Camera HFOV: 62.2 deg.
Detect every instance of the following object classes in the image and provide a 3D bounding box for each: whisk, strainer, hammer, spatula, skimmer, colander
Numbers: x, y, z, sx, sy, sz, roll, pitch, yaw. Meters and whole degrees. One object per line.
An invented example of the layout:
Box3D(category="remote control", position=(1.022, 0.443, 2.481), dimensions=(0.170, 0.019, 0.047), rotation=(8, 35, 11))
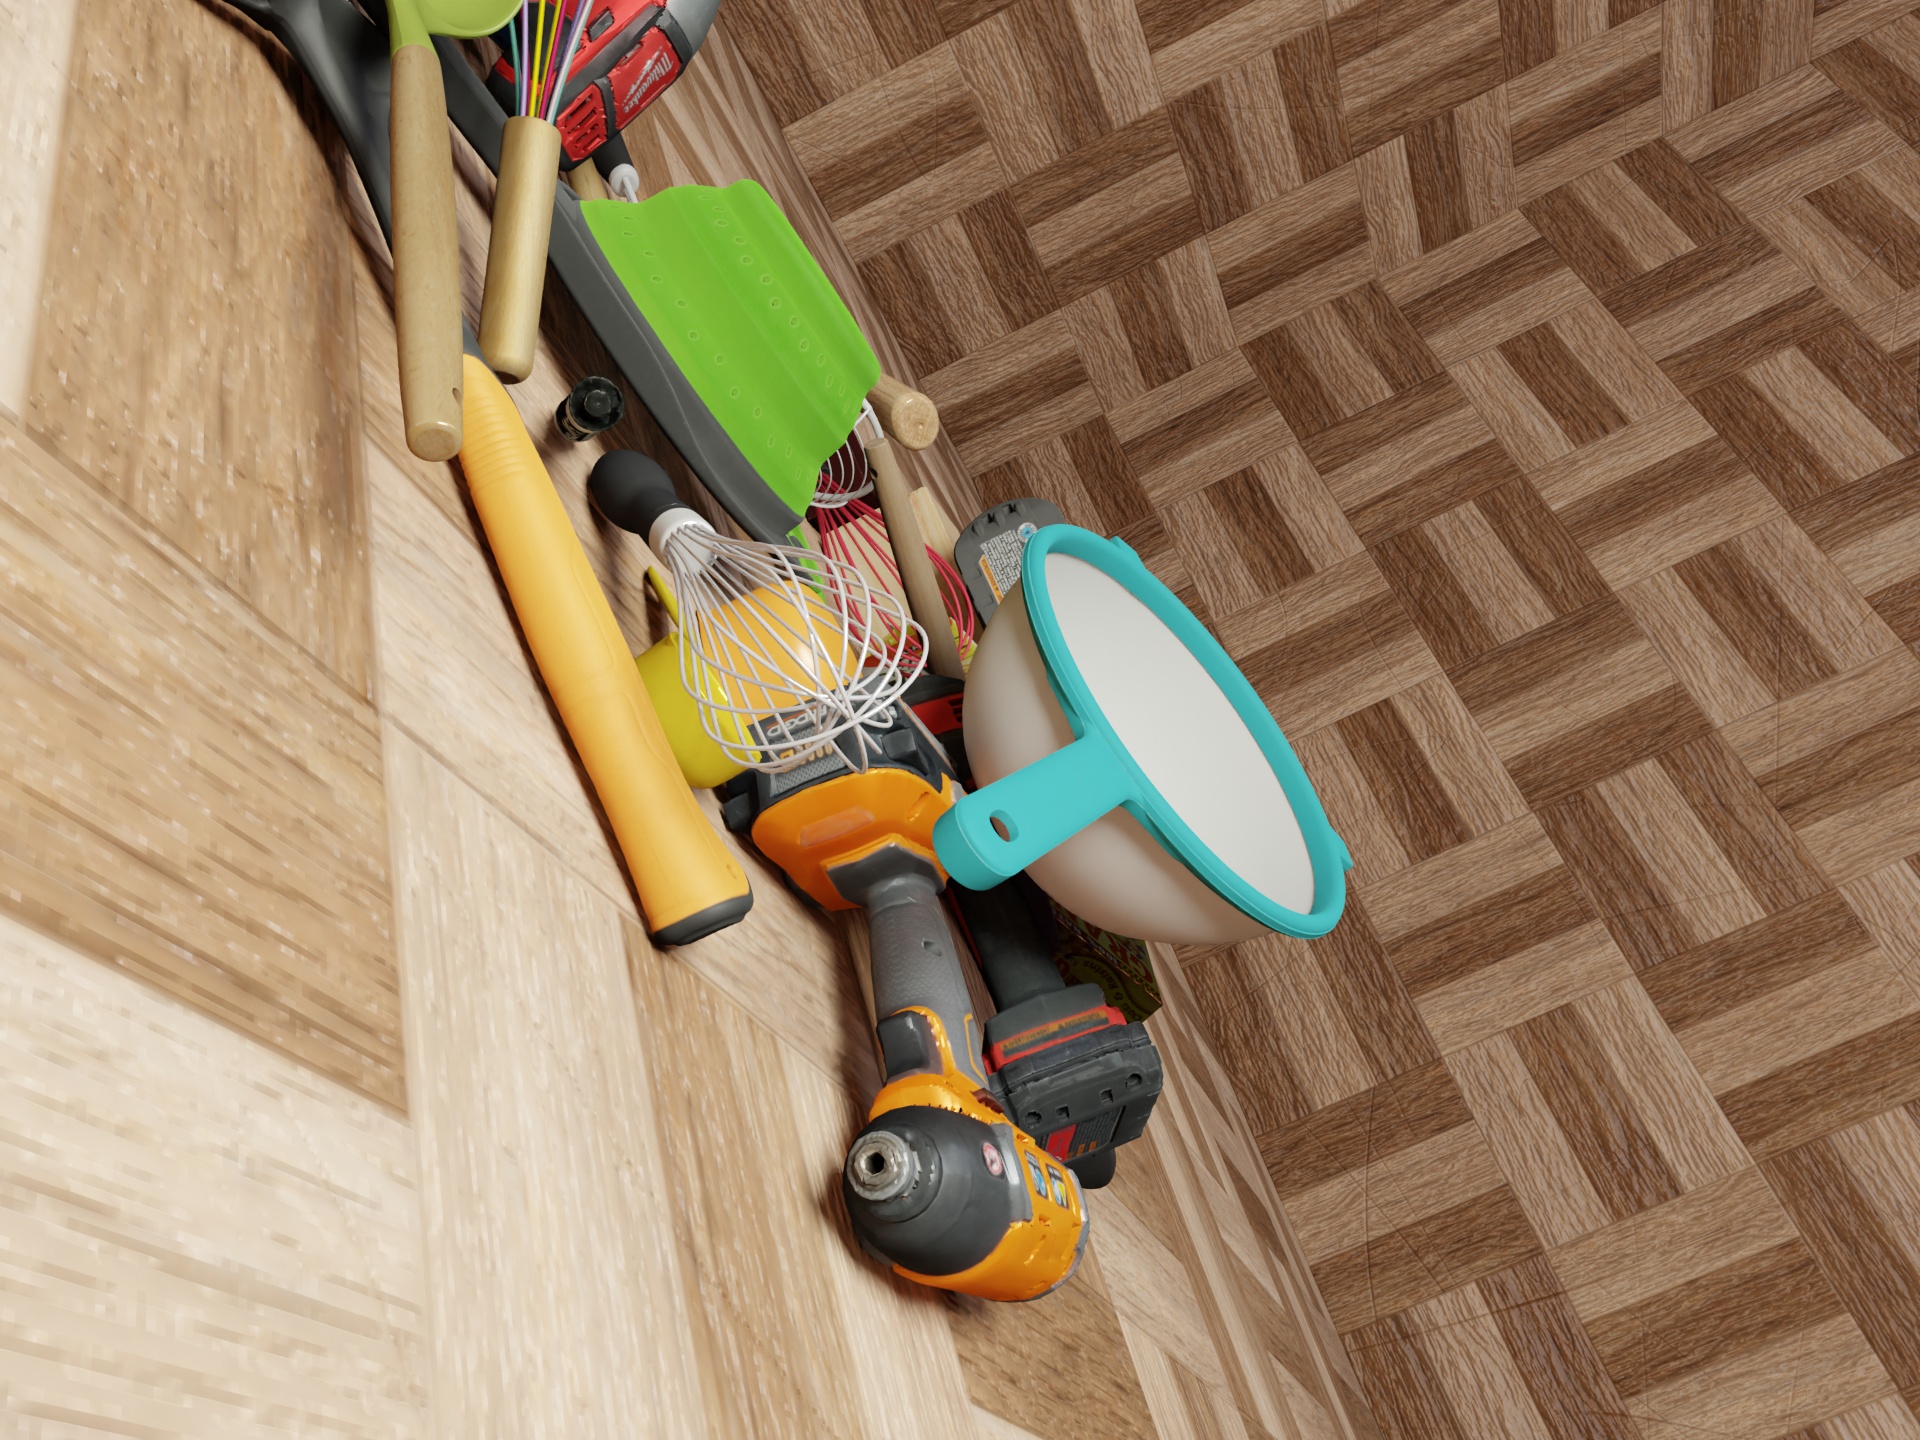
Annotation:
Box3D(category="whisk", position=(-0.162, -0.246, 0.606), dimensions=(0.051, 0.047, 0.245), rotation=(12, 76, -35))
Box3D(category="strainer", position=(0.044, 0.033, 0.644), dimensions=(0.211, 0.095, 0.340), rotation=(55, 25, 6))
Box3D(category="whisk", position=(-0.086, -0.053, 0.553), dimensions=(0.070, 0.070, 0.285), rotation=(60, -10, -32))
Box3D(category="hammer", position=(-0.102, -0.236, 0.998), dimensions=(0.332, 0.031, 0.129), rotation=(43, -11, 49))
Box3D(category="hammer", position=(-0.149, -0.085, 0.507), dimensions=(0.337, 0.034, 0.127), rotation=(65, 6, 6))
Box3D(category="spatula", position=(-0.001, -0.003, 0.847), dimensions=(0.060, 0.018, 0.315), rotation=(15, -48, 45))
Box3D(category="whisk", position=(-0.082, -0.136, 0.997), dimensions=(0.296, 0.073, 0.073), rotation=(55, 2, 28))
Box3D(category="skimmer", position=(-0.153, -0.281, 0.949), dimensions=(0.364, 0.090, 0.127), rotation=(65, -22, 21))
Box3D(category="hammer", position=(0.100, 0.211, 1.137), dimensions=(0.409, 0.036, 0.149), rotation=(-66, 164, -75))
Box3D(category="colander", position=(-0.143, -0.236, 0.701), dimensions=(0.396, 0.094, 0.205), rotation=(53, 6, -34))

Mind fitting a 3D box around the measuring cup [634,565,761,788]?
Box3D(category="measuring cup", position=(-0.115, -0.023, 0.620), dimensions=(0.062, 0.029, 0.157), rotation=(58, -2, -32))

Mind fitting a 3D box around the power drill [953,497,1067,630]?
Box3D(category="power drill", position=(0.073, -0.052, 1.135), dimensions=(0.228, 0.080, 0.191), rotation=(42, 24, -76))

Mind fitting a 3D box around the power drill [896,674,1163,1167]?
Box3D(category="power drill", position=(0.013, 0.109, 0.792), dimensions=(0.187, 0.080, 0.227), rotation=(92, -22, -61))

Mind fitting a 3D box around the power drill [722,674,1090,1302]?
Box3D(category="power drill", position=(-0.023, 0.101, 0.606), dimensions=(0.164, 0.084, 0.227), rotation=(51, 19, -61))

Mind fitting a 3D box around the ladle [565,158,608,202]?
Box3D(category="ladle", position=(-0.212, -0.306, 0.874), dimensions=(0.069, 0.031, 0.315), rotation=(42, 25, -76))

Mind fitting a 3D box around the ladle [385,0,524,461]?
Box3D(category="ladle", position=(-0.152, -0.189, 0.479), dimensions=(0.078, 0.062, 0.321), rotation=(68, 4, -51))

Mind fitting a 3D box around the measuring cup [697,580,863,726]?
Box3D(category="measuring cup", position=(-0.078, -0.035, 0.781), dimensions=(0.095, 0.052, 0.174), rotation=(62, 9, -17))

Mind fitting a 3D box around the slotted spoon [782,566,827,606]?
Box3D(category="slotted spoon", position=(-0.098, -0.092, 0.953), dimensions=(0.070, 0.031, 0.314), rotation=(74, -8, -63))

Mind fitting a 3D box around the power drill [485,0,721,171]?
Box3D(category="power drill", position=(-0.189, -0.369, 0.726), dimensions=(0.079, 0.143, 0.219), rotation=(44, -5, 24))
